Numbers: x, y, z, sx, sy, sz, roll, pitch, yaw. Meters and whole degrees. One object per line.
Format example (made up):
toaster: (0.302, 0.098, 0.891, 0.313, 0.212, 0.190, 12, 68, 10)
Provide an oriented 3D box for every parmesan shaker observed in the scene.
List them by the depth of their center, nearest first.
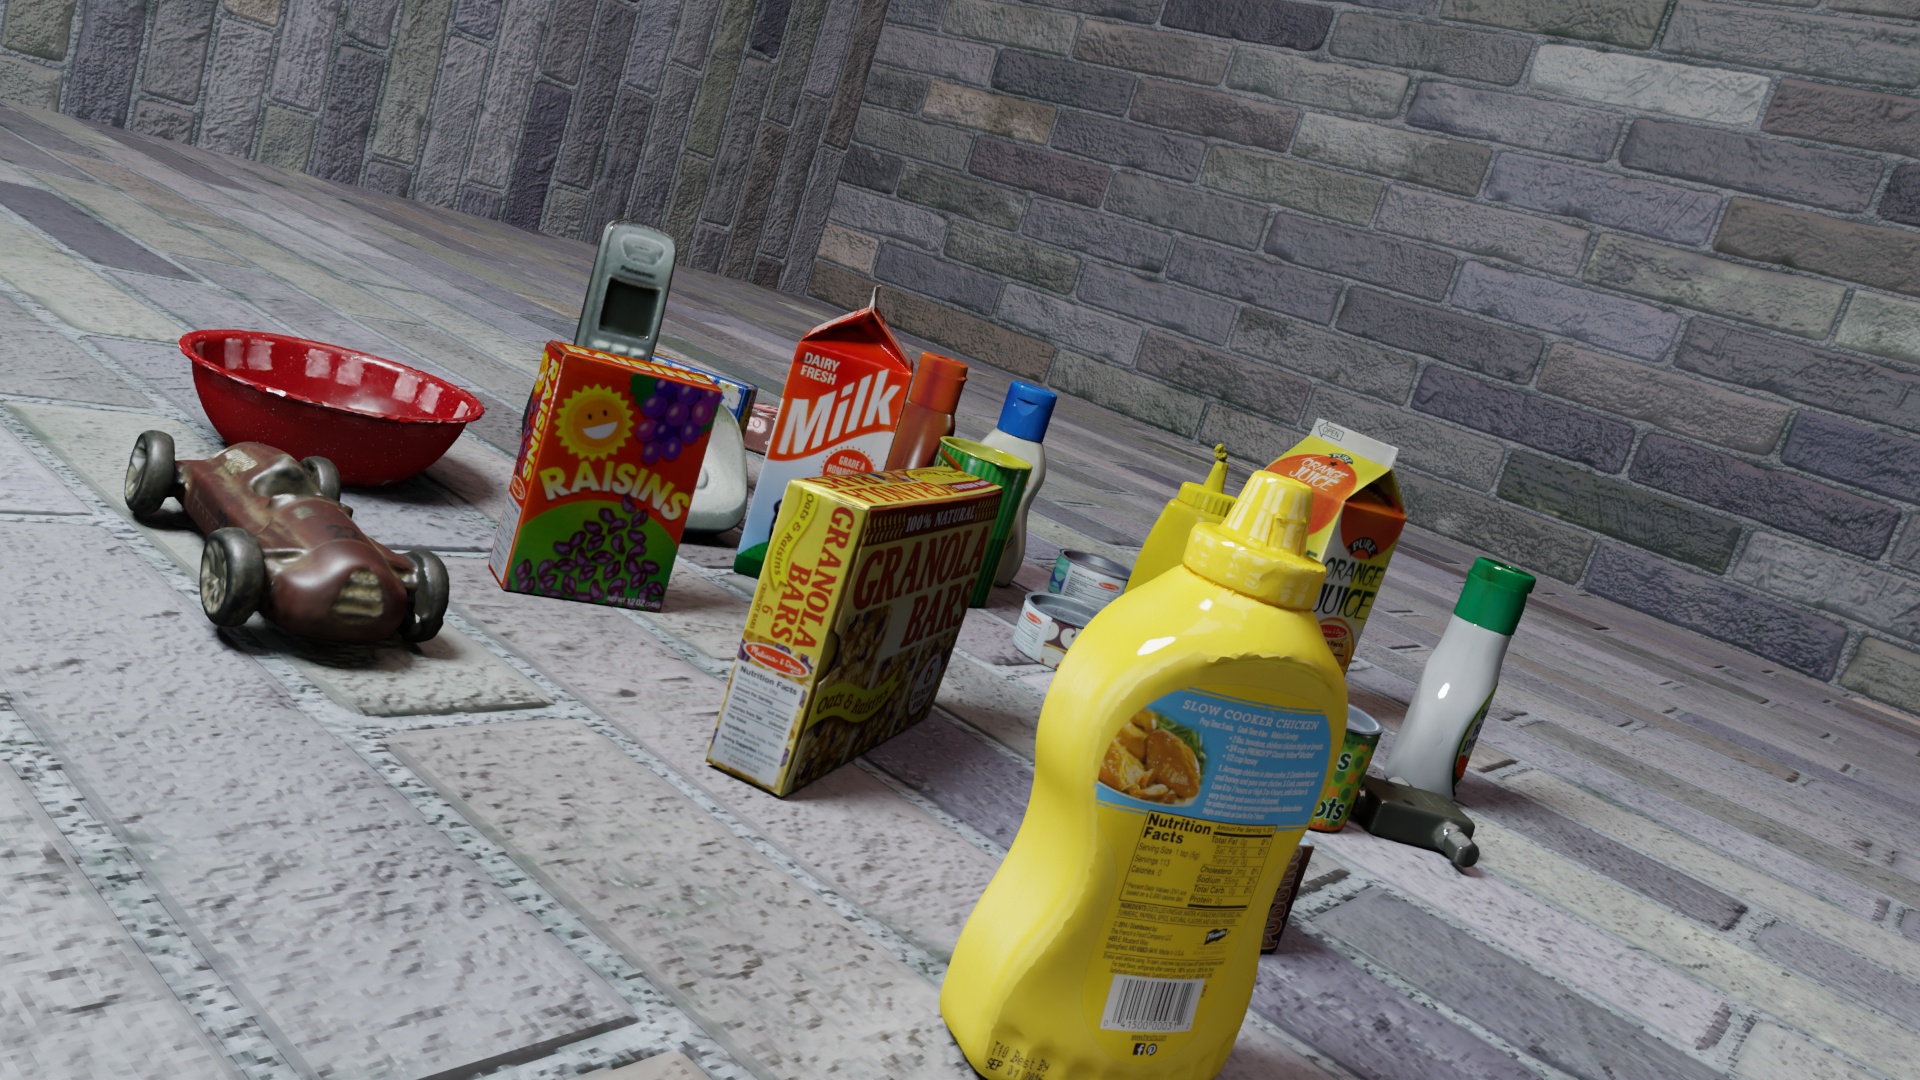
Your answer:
parmesan shaker: (0.003, -0.012, 0.953, 0.071, 0.103, 0.071, 17, 11, -3)

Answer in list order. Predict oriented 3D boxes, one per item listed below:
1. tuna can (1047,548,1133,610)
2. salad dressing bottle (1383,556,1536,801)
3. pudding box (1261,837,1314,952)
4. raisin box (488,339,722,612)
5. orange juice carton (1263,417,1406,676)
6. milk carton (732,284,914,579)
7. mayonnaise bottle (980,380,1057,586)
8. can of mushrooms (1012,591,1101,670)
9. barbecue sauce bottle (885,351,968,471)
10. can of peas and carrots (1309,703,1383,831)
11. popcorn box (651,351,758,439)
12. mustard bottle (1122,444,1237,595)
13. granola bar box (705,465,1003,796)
tuna can: (0.103, 0.032, 1.076, 0.071, 0.032, 0.071, 17, 11, -3)
salad dressing bottle: (0.303, 0.084, 0.841, 0.044, 0.147, 0.064, 23, 12, 24)
pudding box: (0.102, 0.126, 0.575, 0.030, 0.049, 0.084, 11, 13, -34)
raisin box: (-0.181, -0.032, 0.709, 0.086, 0.123, 0.040, 11, 12, -31)
orange juice carton: (0.235, 0.018, 0.939, 0.073, 0.192, 0.072, 9, 13, -38)
milk carton: (-0.078, -0.066, 0.863, 0.073, 0.190, 0.072, 17, 11, -5)
mayonnaise bottle: (0.032, -0.044, 1.035, 0.065, 0.147, 0.041, 20, 11, 8)
can of mushrooms: (0.071, 0.060, 0.887, 0.071, 0.033, 0.071, 17, 11, -3)
barbecue sauce bottle: (-0.032, -0.064, 1.033, 0.044, 0.148, 0.065, 20, 11, 12)
can of peas and carrots: (0.182, 0.114, 0.736, 0.071, 0.058, 0.071, 17, 11, -3)
popcorn box: (-0.225, -0.095, 1.044, 0.127, 0.085, 0.038, 19, 11, 5)
mustard bottle: (0.148, 0.015, 0.900, 0.065, 0.160, 0.049, 27, 14, 40)
granola bar box: (-0.040, 0.032, 0.617, 0.039, 0.124, 0.166, 21, 11, 17)
